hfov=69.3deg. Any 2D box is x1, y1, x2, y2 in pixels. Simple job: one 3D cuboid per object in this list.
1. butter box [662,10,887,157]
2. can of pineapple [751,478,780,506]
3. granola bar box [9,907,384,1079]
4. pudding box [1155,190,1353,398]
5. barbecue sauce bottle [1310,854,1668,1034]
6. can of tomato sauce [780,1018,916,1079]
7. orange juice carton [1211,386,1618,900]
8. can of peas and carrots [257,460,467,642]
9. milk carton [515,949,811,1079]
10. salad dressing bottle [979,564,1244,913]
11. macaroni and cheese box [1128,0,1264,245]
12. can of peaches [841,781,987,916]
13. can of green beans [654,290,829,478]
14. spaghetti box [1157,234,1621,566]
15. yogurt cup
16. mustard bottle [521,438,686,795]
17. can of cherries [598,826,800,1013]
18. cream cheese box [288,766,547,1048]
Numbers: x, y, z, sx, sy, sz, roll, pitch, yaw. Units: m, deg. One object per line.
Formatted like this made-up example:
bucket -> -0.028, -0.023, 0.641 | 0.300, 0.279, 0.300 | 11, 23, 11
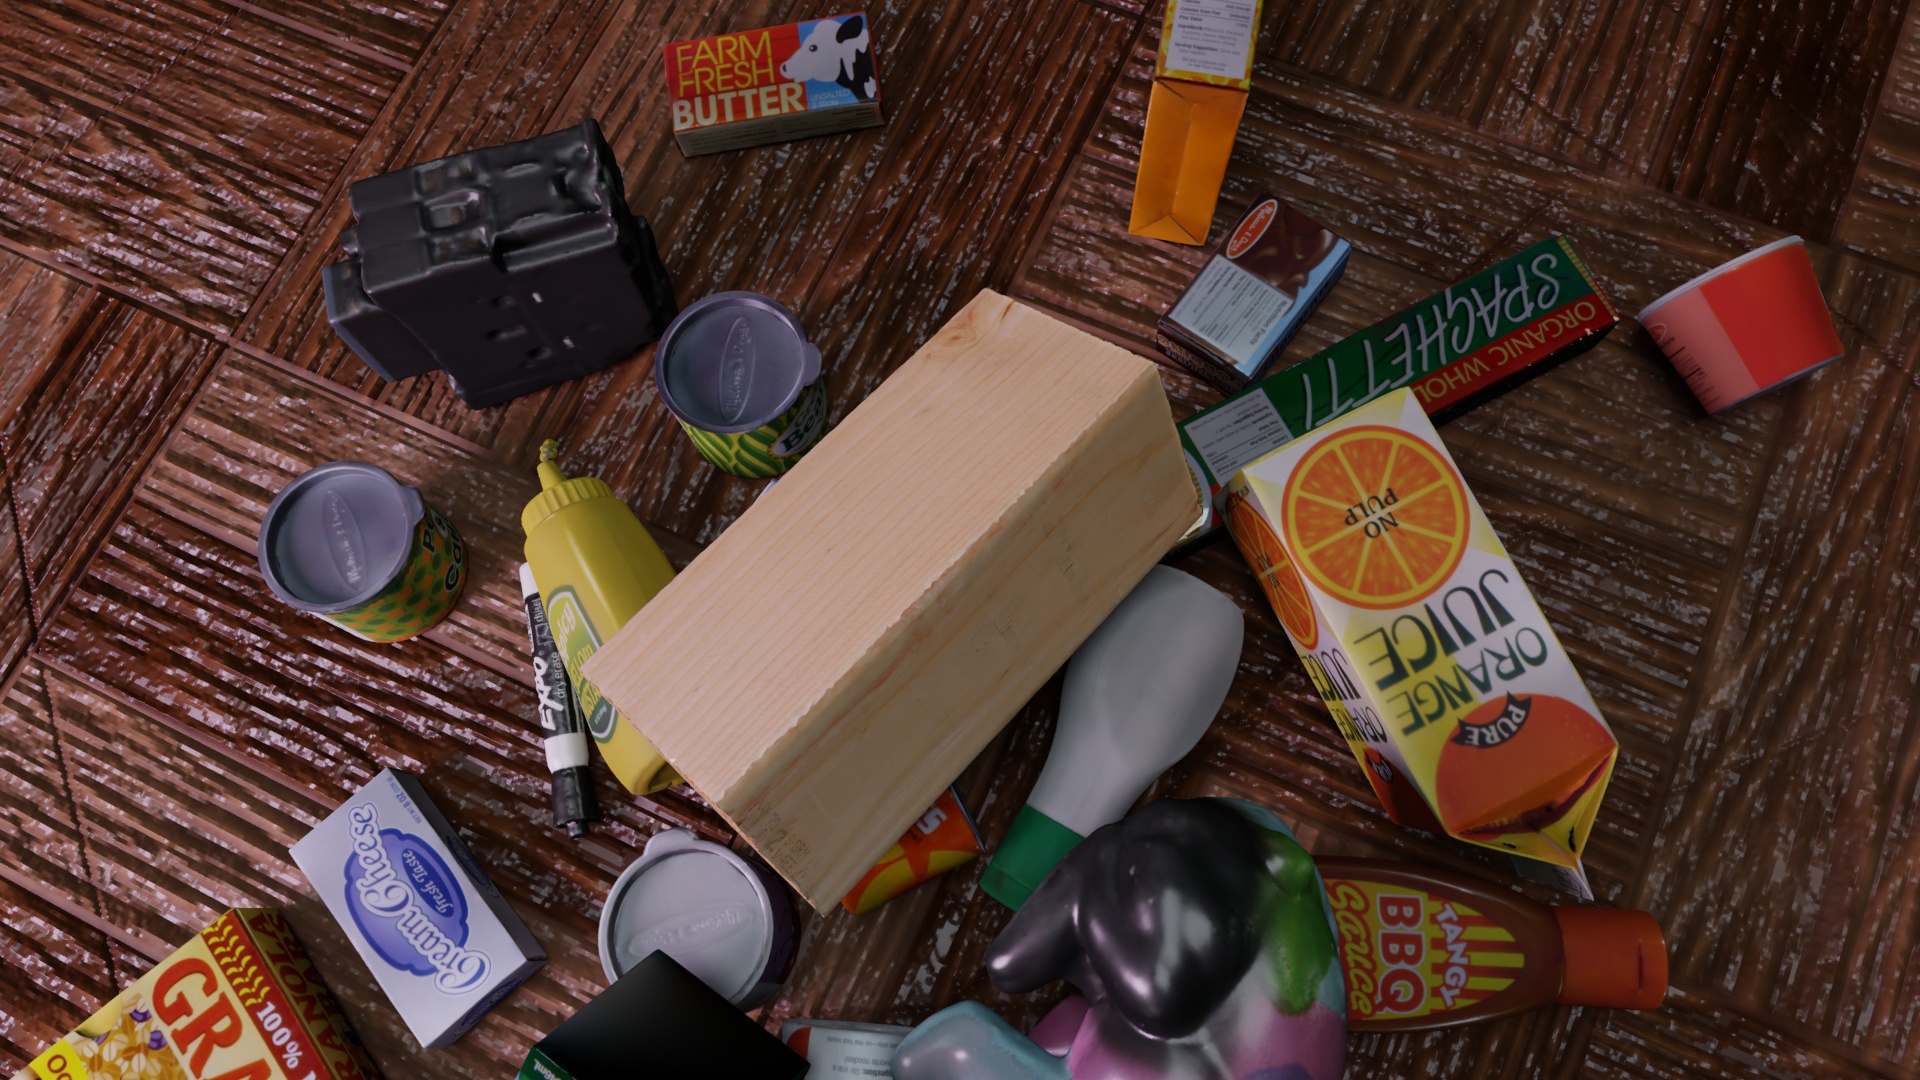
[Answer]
butter box -> -0.091, -0.222, 0.677 | 0.103, 0.024, 0.053 | -9, 73, 1
can of pineapple -> -0.068, 0.017, 0.576 | 0.071, 0.071, 0.058 | 33, 79, 13
granola bar box -> -0.282, 0.246, 0.533 | 0.124, 0.039, 0.166 | -39, 74, -9
pudding box -> 0.131, -0.109, 0.622 | 0.050, 0.030, 0.084 | 35, 78, 15
barbecue sauce bottle -> 0.184, 0.155, 0.526 | 0.148, 0.043, 0.065 | 2, 82, 4
can of tomato sauce -> -0.039, 0.222, 0.511 | 0.071, 0.071, 0.083 | 4, 72, 5
orange juice carton -> 0.178, 0.046, 0.532 | 0.073, 0.071, 0.193 | -27, 82, -3
can of peas and carrots -> -0.253, 0.005, 0.598 | 0.071, 0.058, 0.071 | -1, 72, 3
milk carton -> -0.134, 0.248, 0.482 | 0.072, 0.073, 0.190 | 31, 107, 13
salad dressing bottle -> 0.059, 0.082, 0.556 | 0.064, 0.044, 0.148 | 35, 80, -21
macaroni and cheese box -> 0.111, -0.235, 0.615 | 0.040, 0.123, 0.167 | 11, 73, 5
can of peaches -> -0.030, 0.105, 0.544 | 0.058, 0.071, 0.071 | -26, 73, -3
can of green beans -> -0.094, -0.067, 0.610 | 0.071, 0.057, 0.071 | -1, 72, 4
spaghetti box -> 0.164, -0.056, 0.603 | 0.250, 0.028, 0.050 | -27, 73, -4
yogurt cup -> 0.331, -0.088, 0.584 | 0.072, 0.072, 0.054 | -23, 80, -3
mustard bottle -> -0.147, 0.025, 0.580 | 0.049, 0.065, 0.160 | -15, 66, -38
can of cherries -> -0.099, 0.150, 0.541 | 0.071, 0.058, 0.071 | -1, 73, 5
cream cheese box -> -0.222, 0.149, 0.567 | 0.053, 0.024, 0.104 | -41, 74, -8
